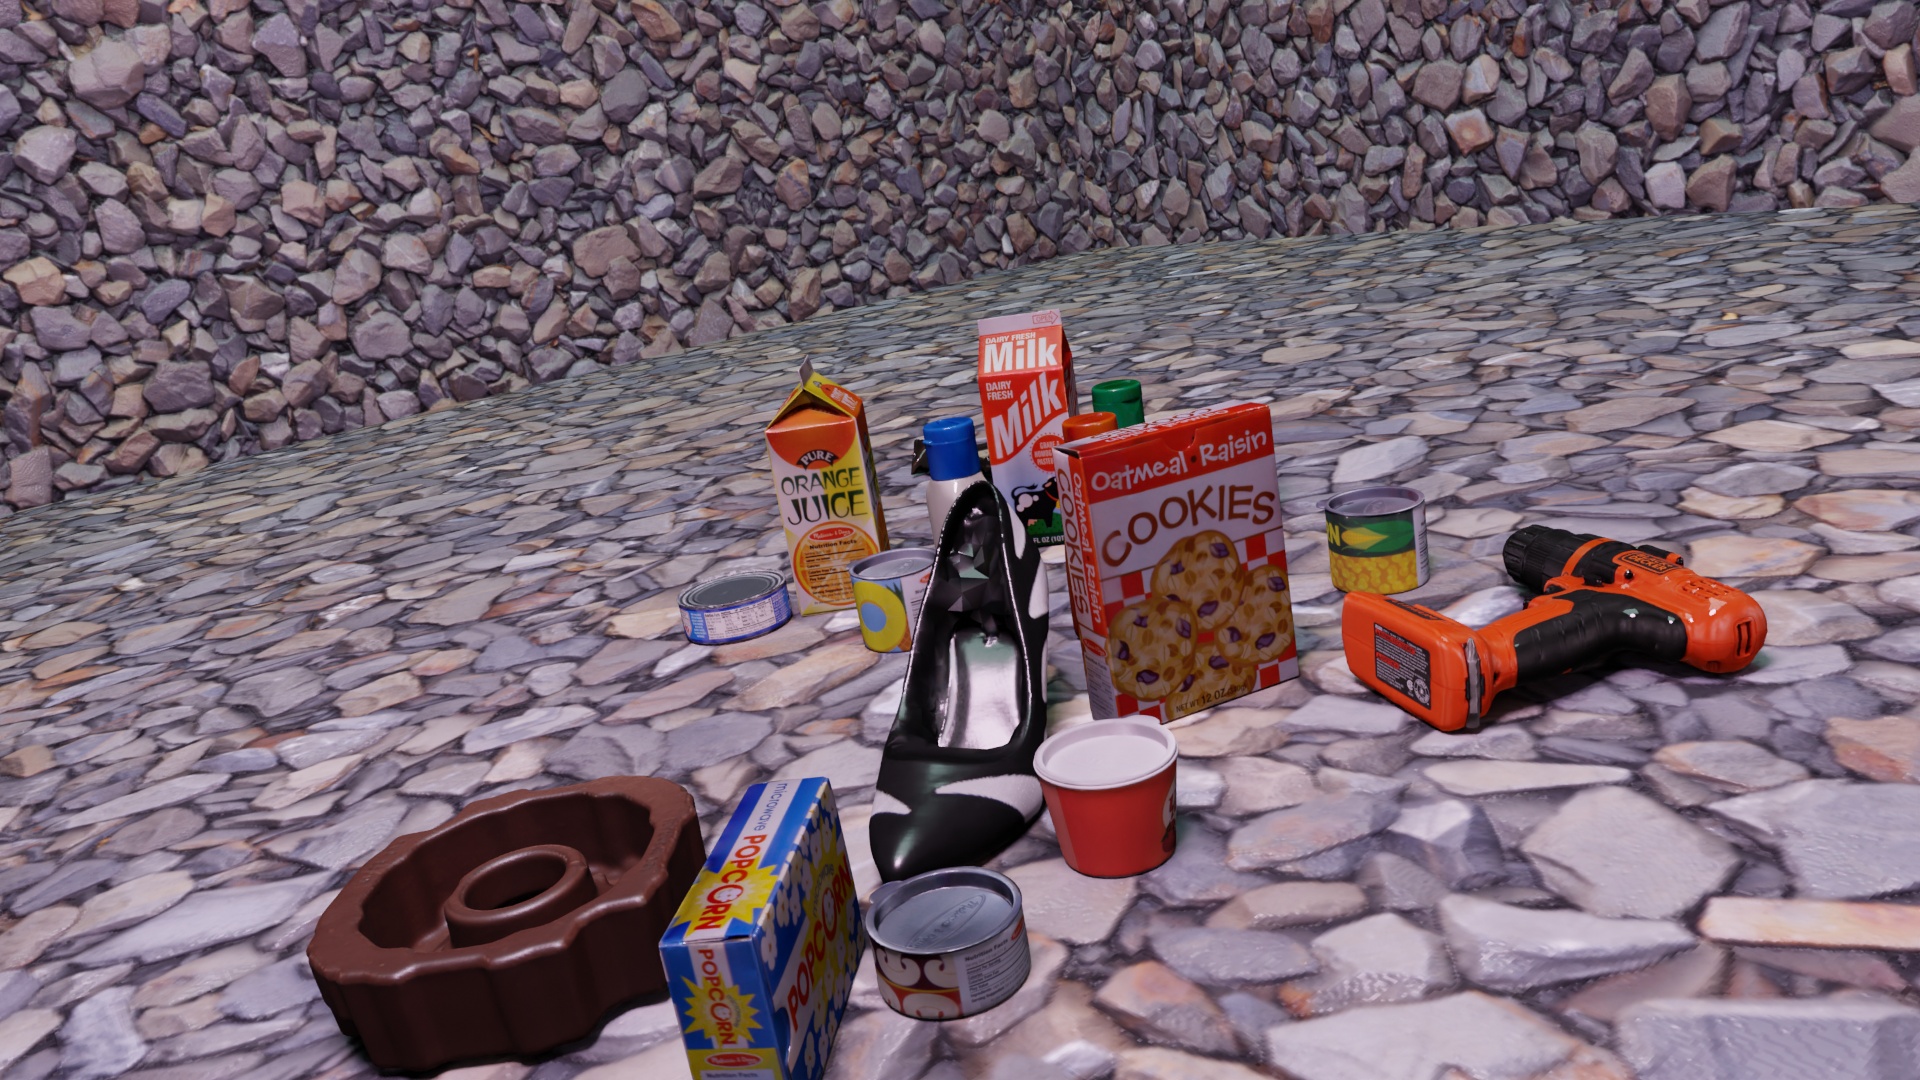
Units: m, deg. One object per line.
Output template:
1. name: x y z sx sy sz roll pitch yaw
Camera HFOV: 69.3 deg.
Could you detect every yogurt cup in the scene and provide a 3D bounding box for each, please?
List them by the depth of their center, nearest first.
1. yogurt cup: 0.072 0.122 0.657 0.072 0.053 0.072 -9 16 3

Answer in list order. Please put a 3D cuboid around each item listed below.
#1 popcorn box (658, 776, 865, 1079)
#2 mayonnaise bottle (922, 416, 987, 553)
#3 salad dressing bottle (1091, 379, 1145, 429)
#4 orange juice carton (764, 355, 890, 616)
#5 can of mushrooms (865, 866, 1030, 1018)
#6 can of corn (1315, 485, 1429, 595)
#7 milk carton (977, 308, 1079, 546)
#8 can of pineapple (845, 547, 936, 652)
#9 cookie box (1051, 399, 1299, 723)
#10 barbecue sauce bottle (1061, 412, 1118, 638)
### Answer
1. popcorn box: -0.074 0.161 0.554 0.038 0.085 0.127 -7 16 9
2. mayonnaise bottle: 0.004 -0.012 0.988 0.041 0.147 0.065 -18 17 -26
3. salad dressing bottle: 0.124 -0.044 1.027 0.064 0.147 0.044 -18 17 -27
4. orange juice carton: -0.104 -0.046 1.085 0.073 0.192 0.072 -9 16 4
5. can of mushrooms: -0.006 0.167 0.584 0.071 0.033 0.071 -9 16 3
6. can of corn: 0.281 0.000 0.947 0.071 0.058 0.071 -9 16 3
7. milk carton: 0.062 -0.095 1.162 0.072 0.190 0.074 -6 16 12
8. can of pineapple: -0.043 0.042 0.993 0.071 0.057 0.071 -9 16 3
9. cookie box: 0.125 0.014 0.792 0.123 0.167 0.040 -16 17 -20
10. barbecue sauce bottle: 0.096 -0.010 0.924 0.065 0.148 0.043 -21 19 -36
